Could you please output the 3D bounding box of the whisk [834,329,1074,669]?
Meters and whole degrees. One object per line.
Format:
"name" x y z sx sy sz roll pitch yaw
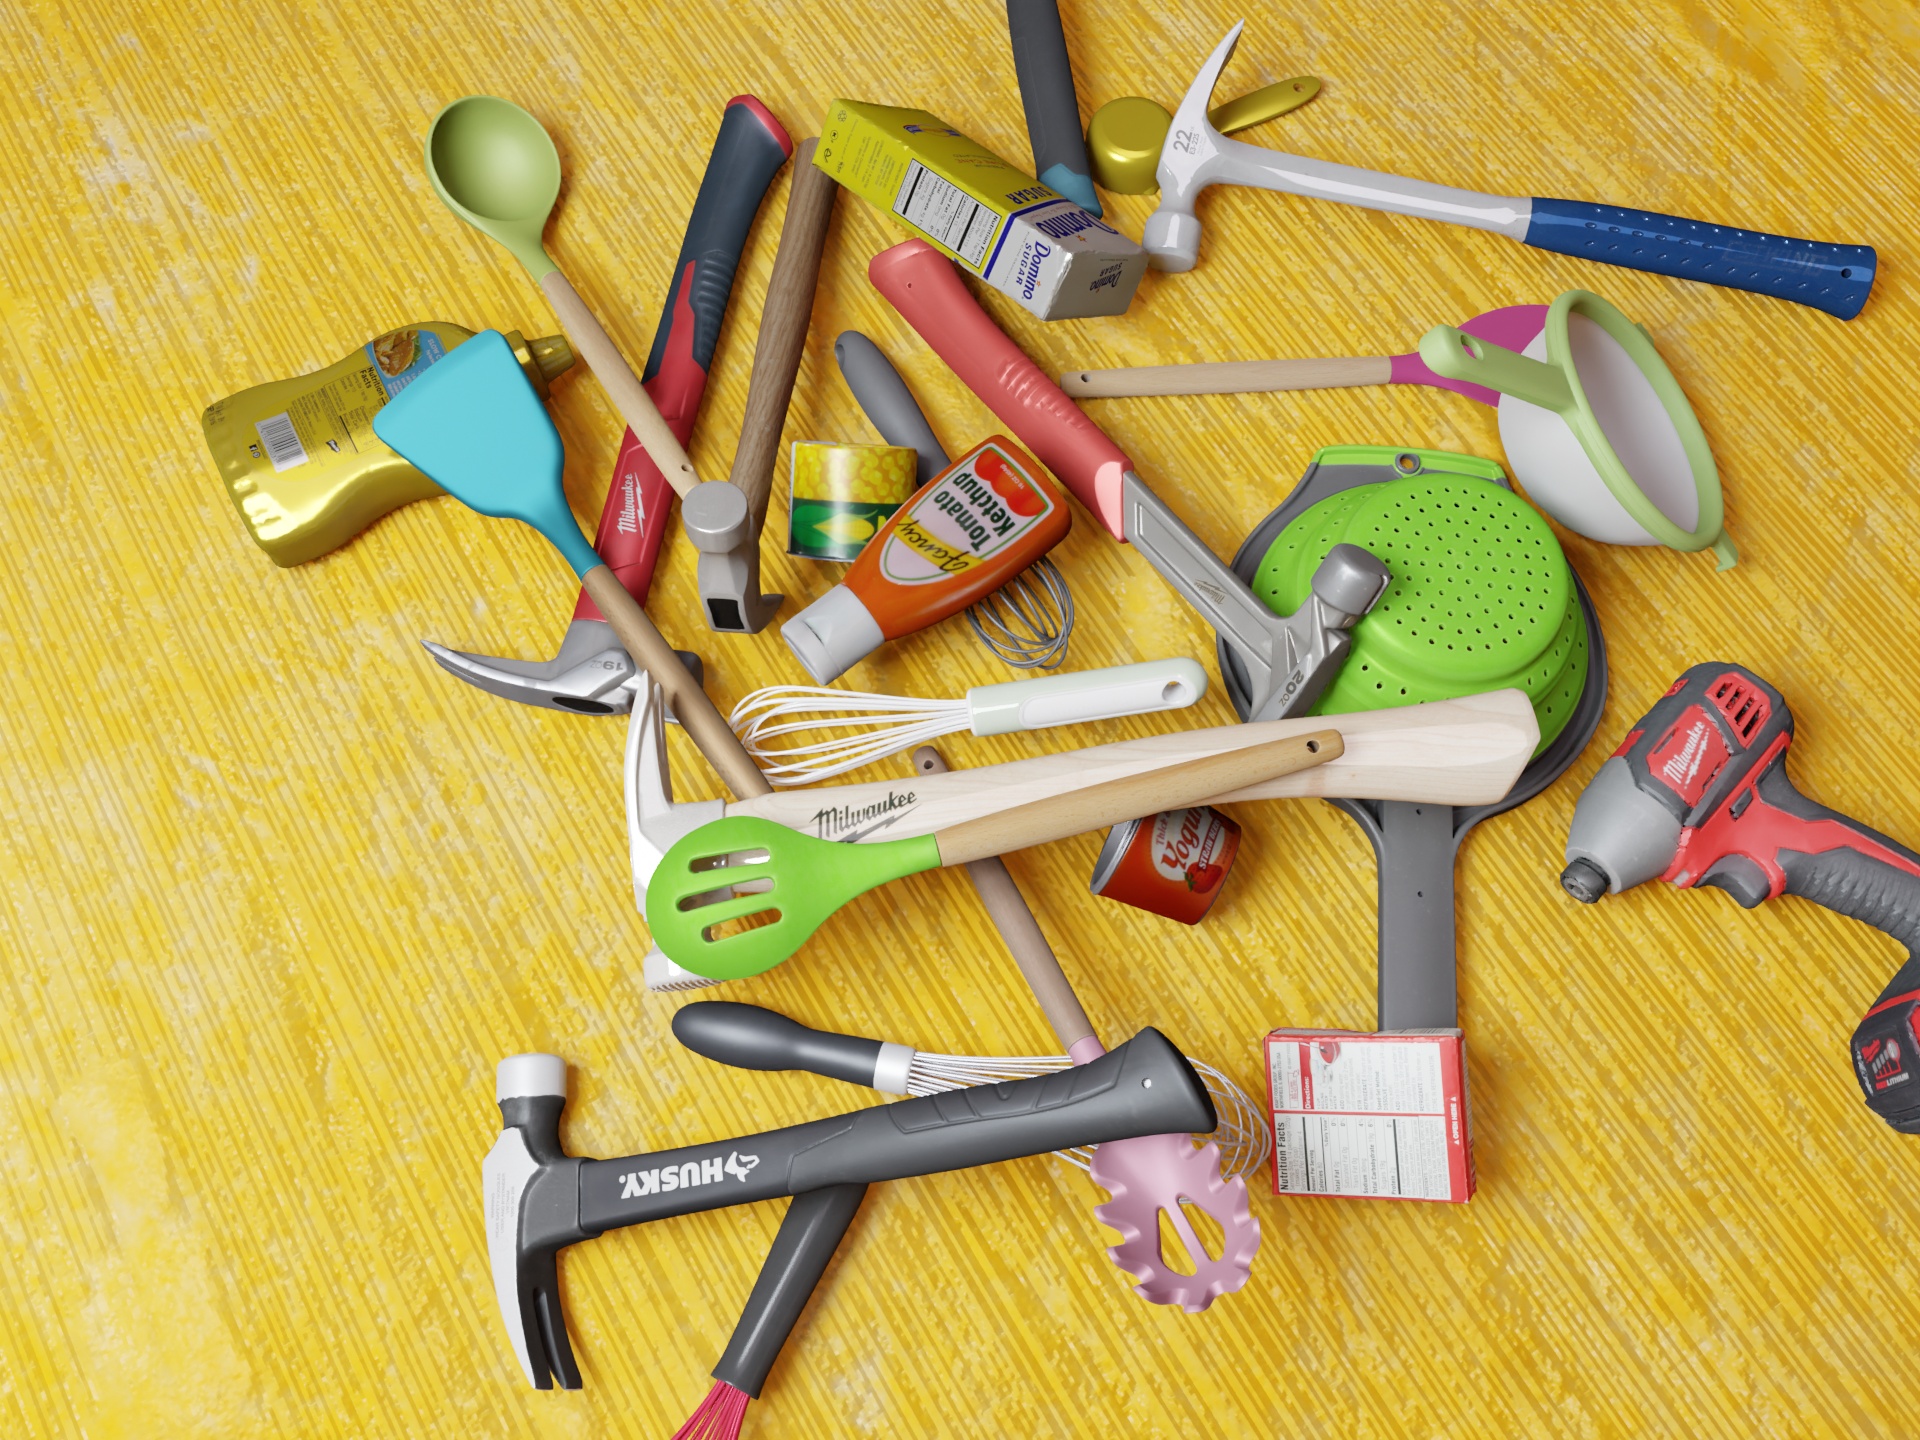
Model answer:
"whisk" -0.009 -0.123 0.855 0.055 0.055 0.239 -27 66 -10

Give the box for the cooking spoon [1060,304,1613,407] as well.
"cooking spoon" 0.215 -0.196 0.895 0.319 0.017 0.069 -3 76 -2

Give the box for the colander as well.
"colander" 0.230 0.019 0.770 0.204 0.094 0.397 5 69 2

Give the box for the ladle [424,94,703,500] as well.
"ladle" -0.207 -0.231 0.854 0.078 0.062 0.320 -13 53 -33

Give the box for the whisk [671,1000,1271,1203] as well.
"whisk" 0.001 0.169 0.738 0.284 0.070 0.070 10 69 9

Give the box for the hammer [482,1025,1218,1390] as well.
"hammer" -0.056 0.188 0.671 0.335 0.035 0.146 -15 63 18

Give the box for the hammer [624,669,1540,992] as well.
"hammer" 0.052 0.022 0.726 0.410 0.038 0.146 -9 76 1

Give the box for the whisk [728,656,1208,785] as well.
"whisk" -0.001 -0.003 0.784 0.246 0.057 0.059 -8 31 8

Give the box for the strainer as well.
"strainer" 0.290 -0.148 0.801 0.256 0.069 0.152 5 65 -40

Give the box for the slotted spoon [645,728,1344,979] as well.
"slotted spoon" 0.015 0.047 0.689 0.313 0.031 0.070 -14 78 -3

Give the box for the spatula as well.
"spatula" -0.172 -0.056 0.784 0.082 0.044 0.318 -39 73 -2

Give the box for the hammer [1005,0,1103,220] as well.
"hammer" 0.039 -0.443 0.960 0.128 0.033 0.331 -21 71 40

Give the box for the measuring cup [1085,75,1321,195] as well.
"measuring cup" 0.147 -0.364 0.952 0.156 0.029 0.062 -23 71 -6

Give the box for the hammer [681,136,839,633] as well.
"hammer" -0.098 -0.190 0.853 0.031 0.130 0.332 5 58 2

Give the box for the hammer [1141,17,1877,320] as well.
"hammer" 0.315 -0.295 0.912 0.405 0.035 0.144 11 87 2

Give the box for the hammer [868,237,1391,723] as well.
"hammer" 0.060 -0.131 0.838 0.036 0.149 0.359 -10 51 -46

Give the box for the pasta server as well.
"pasta server" 0.041 0.121 0.712 0.060 0.040 0.317 -29 52 -1

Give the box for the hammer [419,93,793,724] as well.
"hammer" -0.174 -0.187 0.880 0.143 0.038 0.387 9 69 5

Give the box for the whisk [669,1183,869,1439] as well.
"whisk" -0.107 0.304 0.680 0.073 0.073 0.296 24 65 9

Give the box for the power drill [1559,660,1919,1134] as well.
"power drill" 0.402 0.085 0.759 0.220 0.078 0.143 42 74 17
